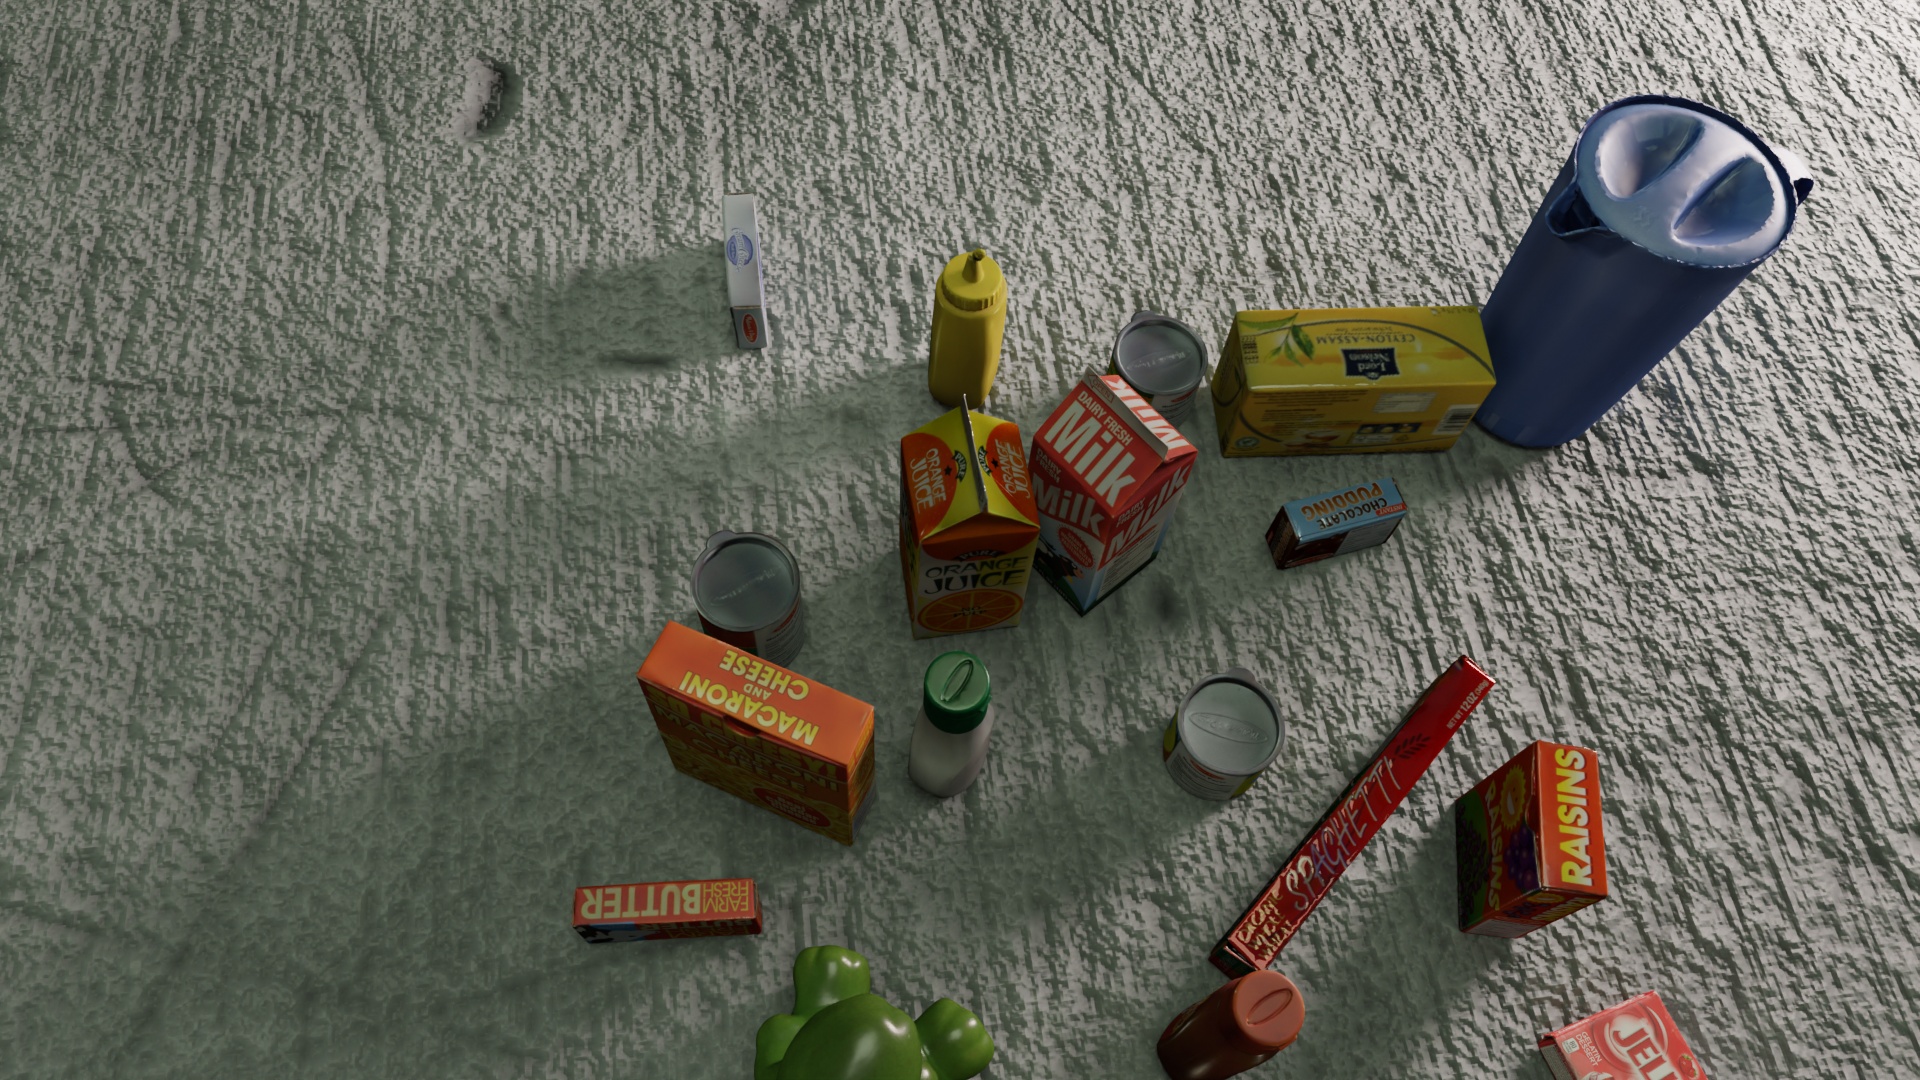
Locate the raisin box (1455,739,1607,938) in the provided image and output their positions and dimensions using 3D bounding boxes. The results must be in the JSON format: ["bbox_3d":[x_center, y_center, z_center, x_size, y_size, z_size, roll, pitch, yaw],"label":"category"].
[{"bbox_3d":[0.331,0.177,0.814,0.040,0.123,0.086,9,64,1],"label":"raisin box"}]

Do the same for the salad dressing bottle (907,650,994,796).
[{"bbox_3d":[-0.005,0.107,0.815,0.044,0.147,0.064,30,66,11],"label":"salad dressing bottle"}]

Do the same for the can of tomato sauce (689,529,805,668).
[{"bbox_3d":[-0.134,0.041,0.877,0.071,0.082,0.071,1,64,-3],"label":"can of tomato sauce"}]

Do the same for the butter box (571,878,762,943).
[{"bbox_3d":[-0.168,0.215,0.805,0.103,0.053,0.024,-2,64,-4],"label":"butter box"}]

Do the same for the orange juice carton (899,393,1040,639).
[{"bbox_3d":[0.003,-0.011,0.850,0.073,0.191,0.072,-7,65,-7],"label":"orange juice carton"}]

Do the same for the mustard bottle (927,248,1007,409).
[{"bbox_3d":[0.005,-0.151,0.937,0.049,0.159,0.065,12,64,3],"label":"mustard bottle"}]

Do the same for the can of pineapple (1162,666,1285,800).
[{"bbox_3d":[0.164,0.122,0.868,0.071,0.057,0.071,1,64,-3],"label":"can of pineapple"}]

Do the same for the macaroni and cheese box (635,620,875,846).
[{"bbox_3d":[-0.111,0.116,0.794,0.124,0.165,0.040,22,65,7],"label":"macaroni and cheese box"}]

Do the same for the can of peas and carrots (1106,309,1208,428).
[{"bbox_3d":[0.136,-0.118,0.986,0.071,0.058,0.071,1,64,-3],"label":"can of peas and carrots"}]

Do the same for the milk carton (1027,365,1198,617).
[{"bbox_3d":[0.089,-0.034,0.867,0.074,0.189,0.072,-37,71,-19],"label":"milk carton"}]

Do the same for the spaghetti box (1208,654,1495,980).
[{"bbox_3d":[0.242,0.170,0.853,0.029,0.050,0.251,41,68,15],"label":"spaghetti box"}]

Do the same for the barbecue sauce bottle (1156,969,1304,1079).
[{"bbox_3d":[0.148,0.262,0.747,0.065,0.148,0.044,-29,69,-16],"label":"barbecue sauce bottle"}]

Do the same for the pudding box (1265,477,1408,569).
[{"bbox_3d":[0.255,-0.011,0.945,0.084,0.049,0.030,-14,66,-10],"label":"pudding box"}]

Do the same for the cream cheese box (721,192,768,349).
[{"bbox_3d":[-0.157,-0.196,1.010,0.024,0.053,0.104,-5,64,-6],"label":"cream cheese box"}]
